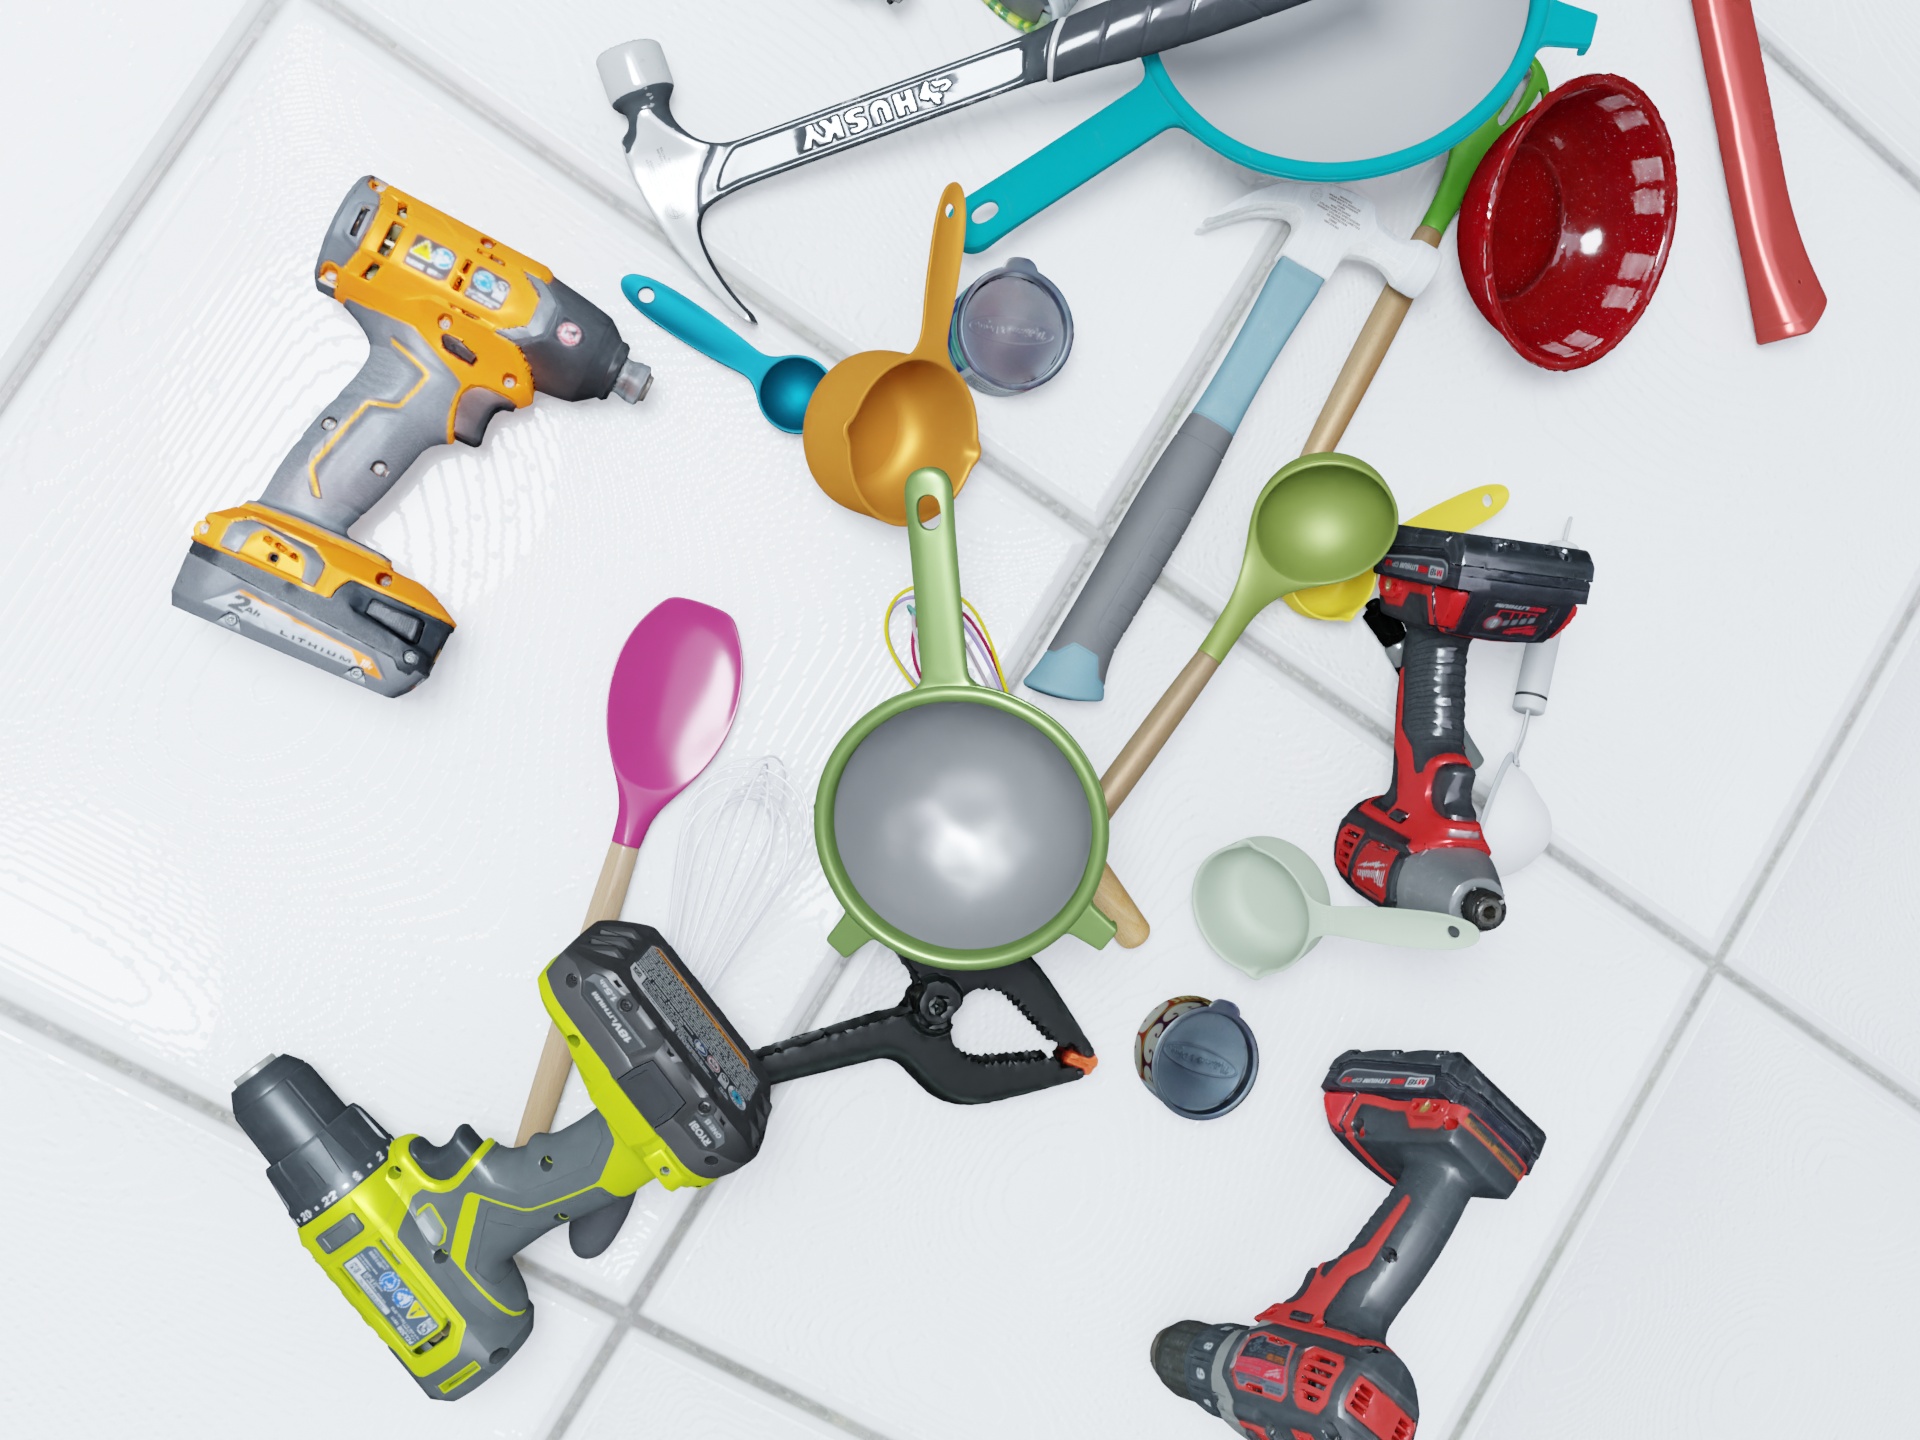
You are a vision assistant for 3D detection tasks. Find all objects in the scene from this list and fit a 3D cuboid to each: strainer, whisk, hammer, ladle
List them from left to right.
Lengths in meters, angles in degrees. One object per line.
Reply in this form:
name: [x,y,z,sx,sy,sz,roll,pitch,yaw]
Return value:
whisk: [-0.149,0.150,0.831,0.070,0.070,0.284,20,93,-15]
strainer: [-0.001,-0.003,0.819,0.151,0.069,0.256,-3,101,10]
hammer: [0.031,-0.327,0.805,0.409,0.036,0.149,-18,101,4]
whisk: [0.038,0.028,0.879,0.047,0.051,0.245,-39,105,-15]
ladle: [0.124,-0.012,0.861,0.078,0.062,0.320,39,84,-19]
hammer: [0.135,-0.153,0.891,0.128,0.033,0.331,30,88,-4]
strainer: [0.147,-0.338,0.864,0.340,0.095,0.211,-31,78,5]
strainer: [0.340,-0.002,0.948,0.050,0.086,0.258,11,79,24]
hammer: [0.461,-0.408,0.968,0.149,0.037,0.359,-16,97,-13]

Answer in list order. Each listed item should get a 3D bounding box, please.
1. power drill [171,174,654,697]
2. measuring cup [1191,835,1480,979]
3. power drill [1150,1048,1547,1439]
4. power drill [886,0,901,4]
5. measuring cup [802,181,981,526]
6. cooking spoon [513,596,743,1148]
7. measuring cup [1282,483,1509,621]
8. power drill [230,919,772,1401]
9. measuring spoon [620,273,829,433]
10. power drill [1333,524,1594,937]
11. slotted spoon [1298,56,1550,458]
power drill: [-0.260,-0.127,0.773,0.164,0.084,0.226,25,83,-15]
measuring cup: [0.209,0.104,0.875,0.038,0.168,0.083,-19,107,-50]
power drill: [0.208,0.299,0.891,0.080,0.188,0.227,43,64,-13]
power drill: [-0.032,-0.496,0.815,0.171,0.080,0.223,44,86,-12]
measuring cup: [-0.032,-0.190,0.823,0.095,0.052,0.173,1,103,-44]
cooking spoon: [-0.184,0.090,0.836,0.068,0.017,0.319,18,88,-20]
measuring cup: [0.254,-0.106,0.937,0.156,0.029,0.062,-24,99,-15]
power drill: [-0.227,0.200,0.779,0.228,0.080,0.190,-36,95,9]
measuring spoon: [-0.123,-0.195,0.840,0.128,0.021,0.042,33,83,-5]
power drill: [0.270,0.008,0.873,0.078,0.143,0.219,6,100,-11]
slotted spoon: [0.265,-0.262,0.930,0.070,0.031,0.314,29,87,-18]
